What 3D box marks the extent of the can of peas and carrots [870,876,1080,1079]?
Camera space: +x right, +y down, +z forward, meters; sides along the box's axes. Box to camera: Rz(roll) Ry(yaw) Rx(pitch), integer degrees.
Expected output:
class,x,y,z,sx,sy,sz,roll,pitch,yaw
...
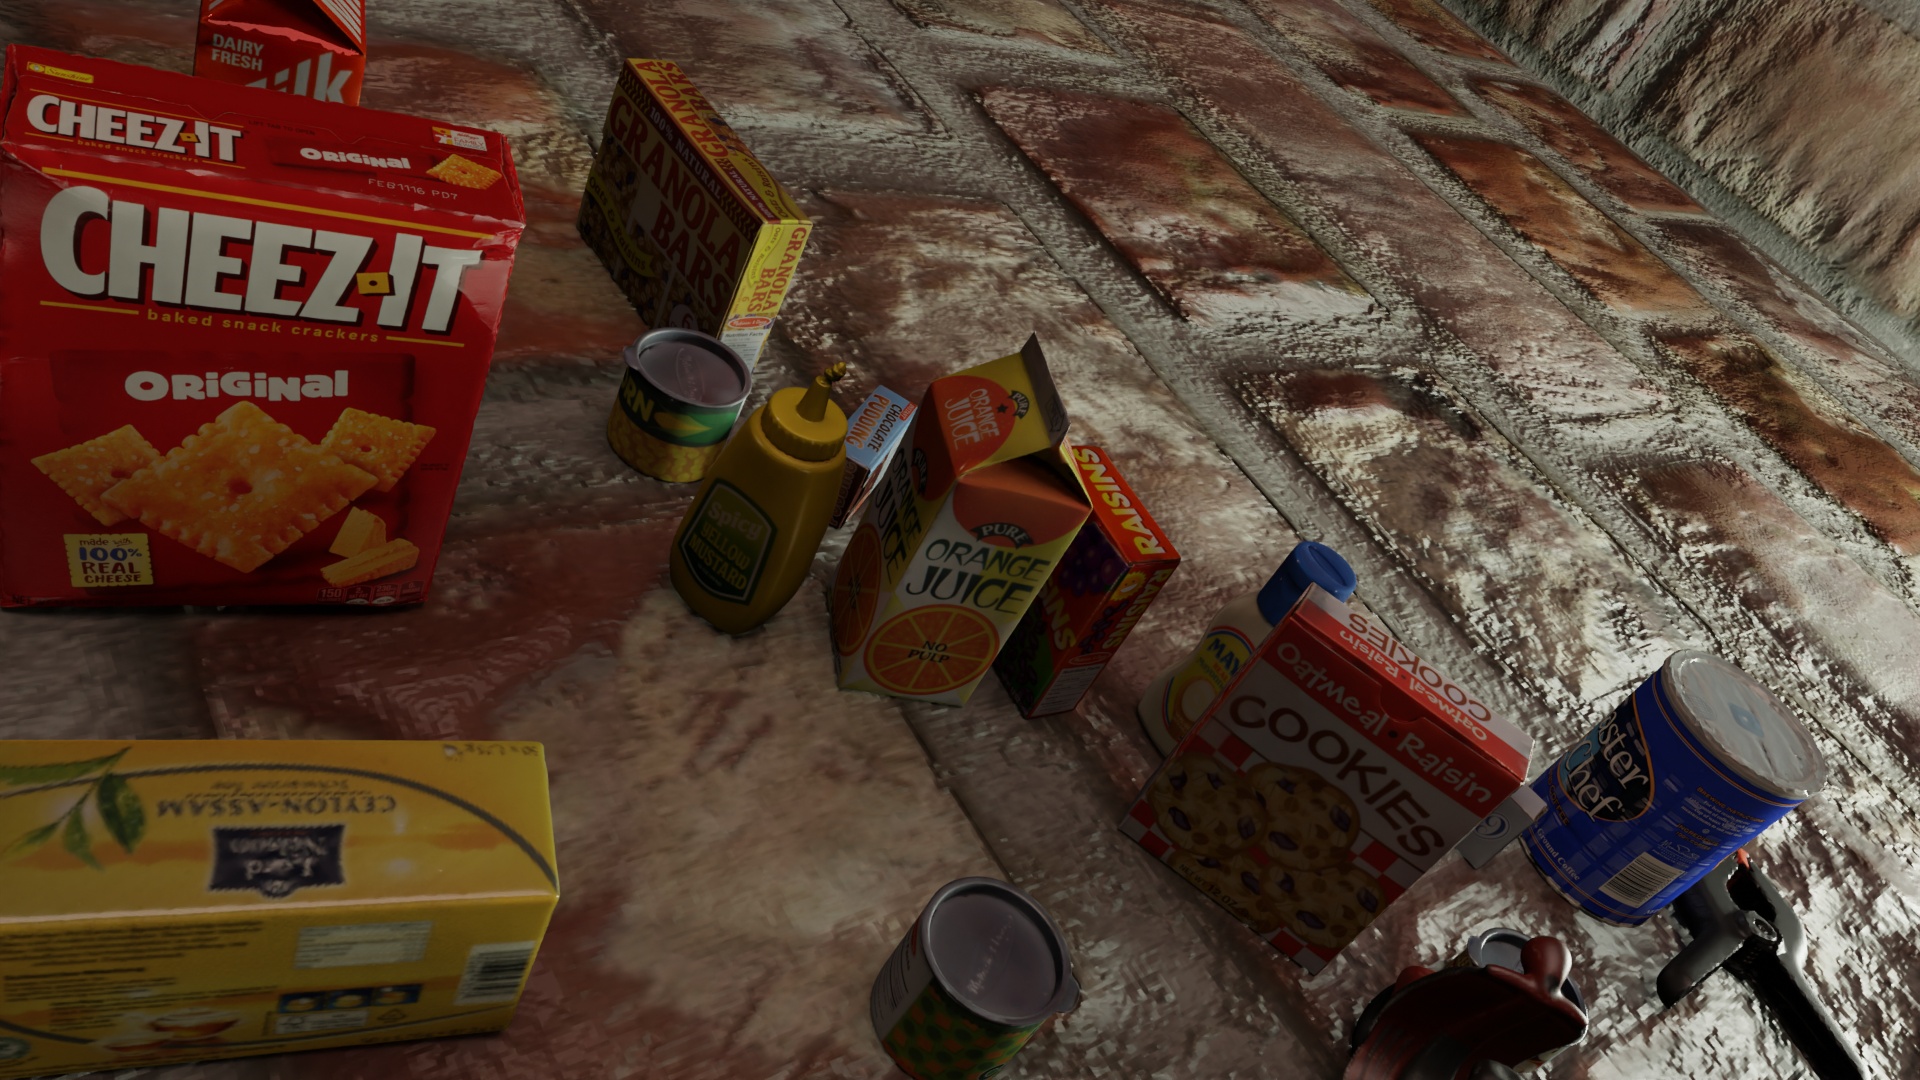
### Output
class,x,y,z,sx,sy,sz,roll,pitch,yaw
can of peas and carrots,0.006,0.183,0.571,0.071,0.058,0.071,19,38,-15

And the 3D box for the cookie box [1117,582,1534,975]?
class,x,y,z,sx,sy,sz,roll,pitch,yaw
cookie box,0.169,0.118,0.667,0.123,0.166,0.040,36,37,8

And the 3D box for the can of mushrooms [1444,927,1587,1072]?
class,x,y,z,sx,sy,sz,roll,pitch,yaw
can of mushrooms,0.283,0.236,0.718,0.071,0.033,0.071,19,38,-15

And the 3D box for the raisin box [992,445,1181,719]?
class,x,y,z,sx,sy,sz,roll,pitch,yaw
raisin box,0.054,0.022,0.737,0.040,0.122,0.086,-2,47,-36

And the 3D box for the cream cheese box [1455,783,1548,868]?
class,x,y,z,sx,sy,sz,roll,pitch,yaw
cream cheese box,0.286,0.137,0.819,0.024,0.053,0.104,-18,58,-45

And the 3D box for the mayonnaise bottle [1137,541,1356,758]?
class,x,y,z,sx,sy,sz,roll,pitch,yaw
mayonnaise bottle,0.152,0.063,0.736,0.041,0.147,0.065,-9,52,-41

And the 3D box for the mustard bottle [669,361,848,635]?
class,x,y,z,sx,sy,sz,roll,pitch,yaw
mustard bottle,-0.090,-0.025,0.664,0.065,0.159,0.049,38,37,10

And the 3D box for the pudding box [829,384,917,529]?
class,x,y,z,sx,sy,sz,roll,pitch,yaw
pudding box,-0.058,-0.050,0.807,0.030,0.049,0.084,31,37,1

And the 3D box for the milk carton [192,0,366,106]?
class,x,y,z,sx,sy,sz,roll,pitch,yaw
milk carton,-0.344,-0.222,0.697,0.073,0.189,0.072,6,43,-29

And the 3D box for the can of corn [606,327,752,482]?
class,x,y,z,sx,sy,sz,roll,pitch,yaw
can of corn,-0.157,-0.074,0.762,0.071,0.058,0.071,19,38,-15

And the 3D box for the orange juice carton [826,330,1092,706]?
class,x,y,z,sx,sy,sz,roll,pitch,yaw
orange juice carton,0.002,-0.009,0.681,0.073,0.191,0.072,12,40,-23

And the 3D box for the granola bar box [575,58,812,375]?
class,x,y,z,sx,sy,sz,roll,pitch,yaw
granola bar box,-0.166,-0.190,0.836,0.039,0.123,0.166,-13,54,-43
